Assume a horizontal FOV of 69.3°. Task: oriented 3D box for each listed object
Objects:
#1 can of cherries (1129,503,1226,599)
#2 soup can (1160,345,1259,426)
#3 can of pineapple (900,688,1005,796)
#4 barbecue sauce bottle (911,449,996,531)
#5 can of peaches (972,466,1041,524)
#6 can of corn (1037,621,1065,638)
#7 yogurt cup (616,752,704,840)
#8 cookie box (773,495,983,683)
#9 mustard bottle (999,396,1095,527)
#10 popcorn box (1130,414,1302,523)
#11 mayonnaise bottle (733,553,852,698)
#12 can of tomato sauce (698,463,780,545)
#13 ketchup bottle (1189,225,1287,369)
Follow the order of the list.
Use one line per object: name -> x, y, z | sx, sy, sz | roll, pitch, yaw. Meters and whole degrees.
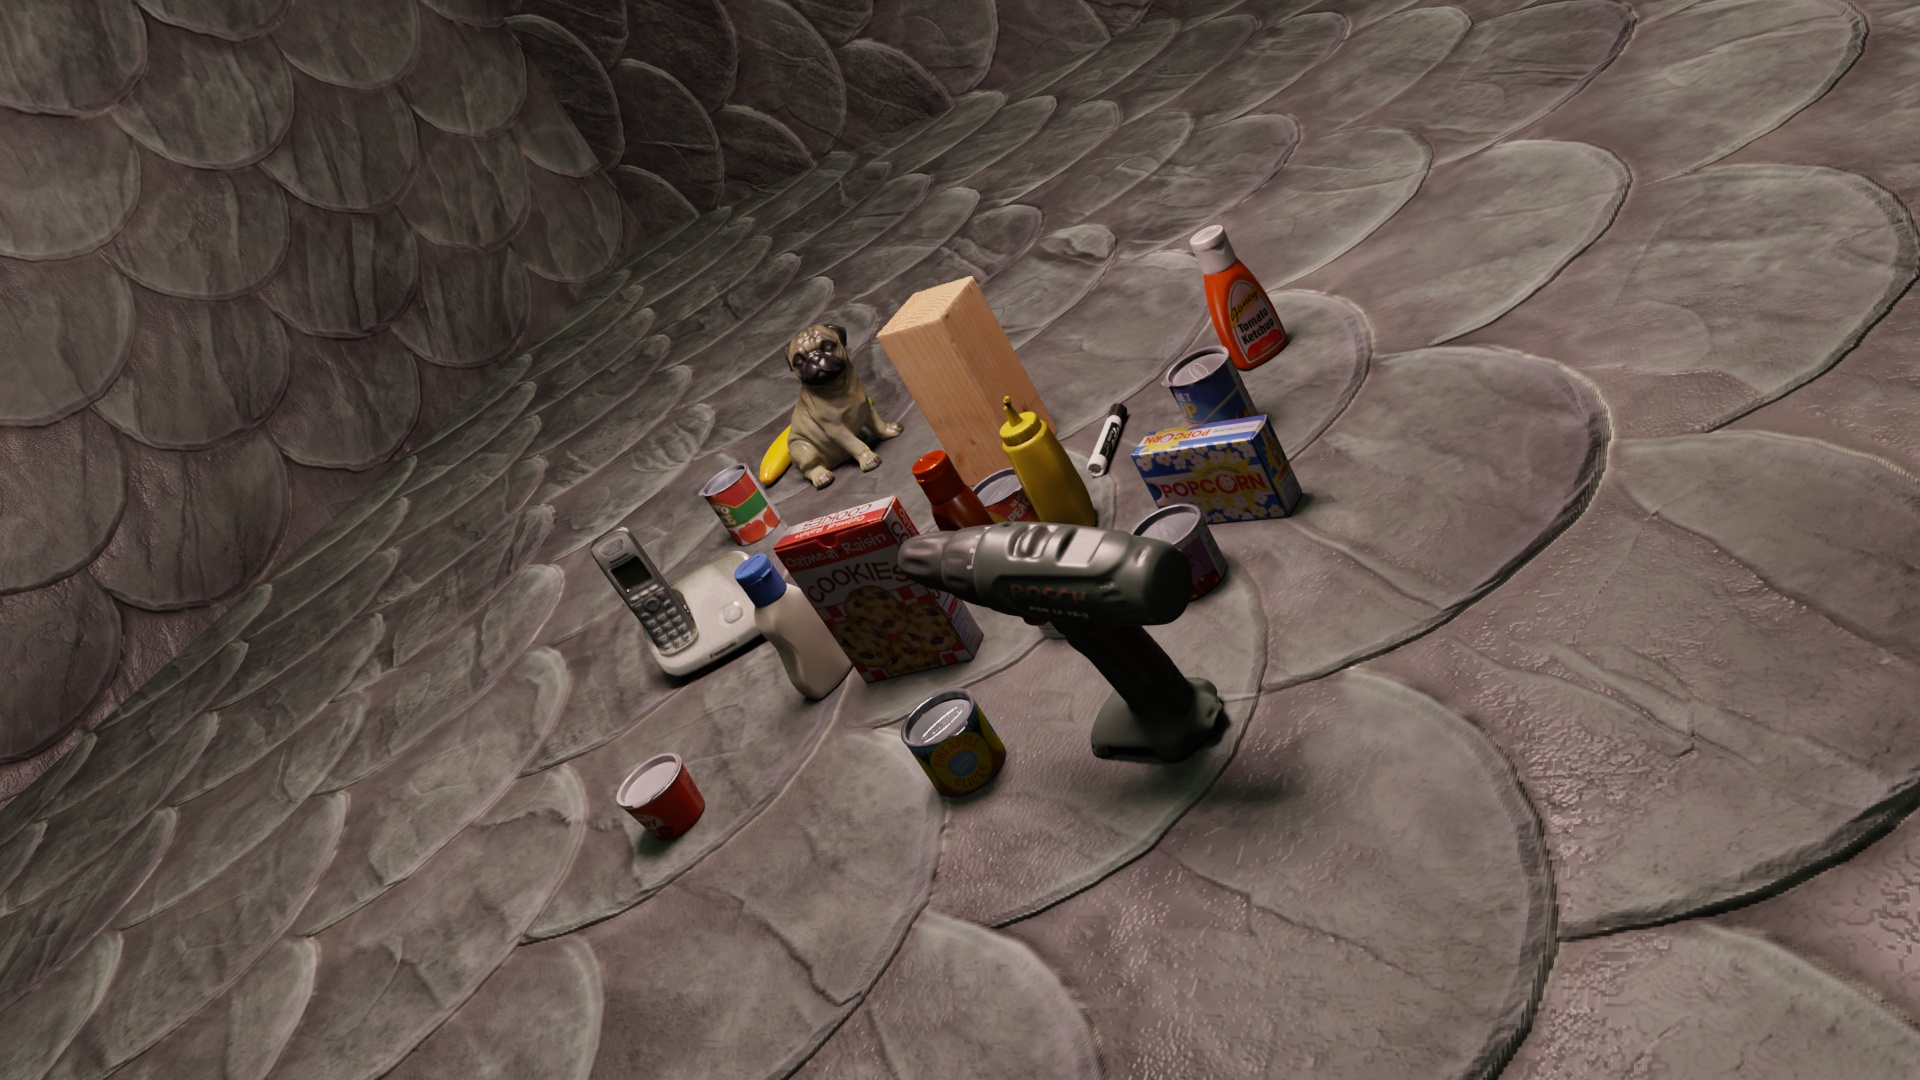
can of cherries -> 0.181, 0.012, 1.174 | 0.071, 0.058, 0.072 | -25, 26, 13
soup can -> 0.242, -0.134, 1.339 | 0.071, 0.083, 0.072 | -25, 26, 13
can of pineapple -> -0.005, 0.162, 1.109 | 0.071, 0.057, 0.071 | -25, 26, 13
barbecue sauce bottle -> 0.005, -0.016, 1.312 | 0.044, 0.148, 0.065 | -44, 28, -24
can of peaches -> 0.050, -0.031, 1.394 | 0.071, 0.058, 0.071 | -25, 26, 13
can of corn -> 0.088, 0.042, 1.221 | 0.071, 0.058, 0.071 | -25, 26, 13
yogurt cup -> -0.271, 0.236, 1.271 | 0.072, 0.053, 0.073 | -25, 26, 13
cookie box -> -0.074, 0.048, 1.261 | 0.122, 0.167, 0.040 | -16, 30, 30
mustard bottle -> 0.076, -0.072, 1.320 | 0.048, 0.159, 0.065 | -22, 27, 19
popcorn box -> 0.225, -0.059, 1.222 | 0.126, 0.085, 0.038 | -6, 36, 43
mayonnaise bottle -> -0.161, 0.079, 1.323 | 0.041, 0.147, 0.065 | 0, 39, 48
can of tomato sauce -> -0.276, -0.044, 1.742 | 0.071, 0.083, 0.071 | -25, 26, 13
ketchup bottle -> 0.282, -0.252, 1.432 | 0.065, 0.148, 0.043 | -35, 25, -7
